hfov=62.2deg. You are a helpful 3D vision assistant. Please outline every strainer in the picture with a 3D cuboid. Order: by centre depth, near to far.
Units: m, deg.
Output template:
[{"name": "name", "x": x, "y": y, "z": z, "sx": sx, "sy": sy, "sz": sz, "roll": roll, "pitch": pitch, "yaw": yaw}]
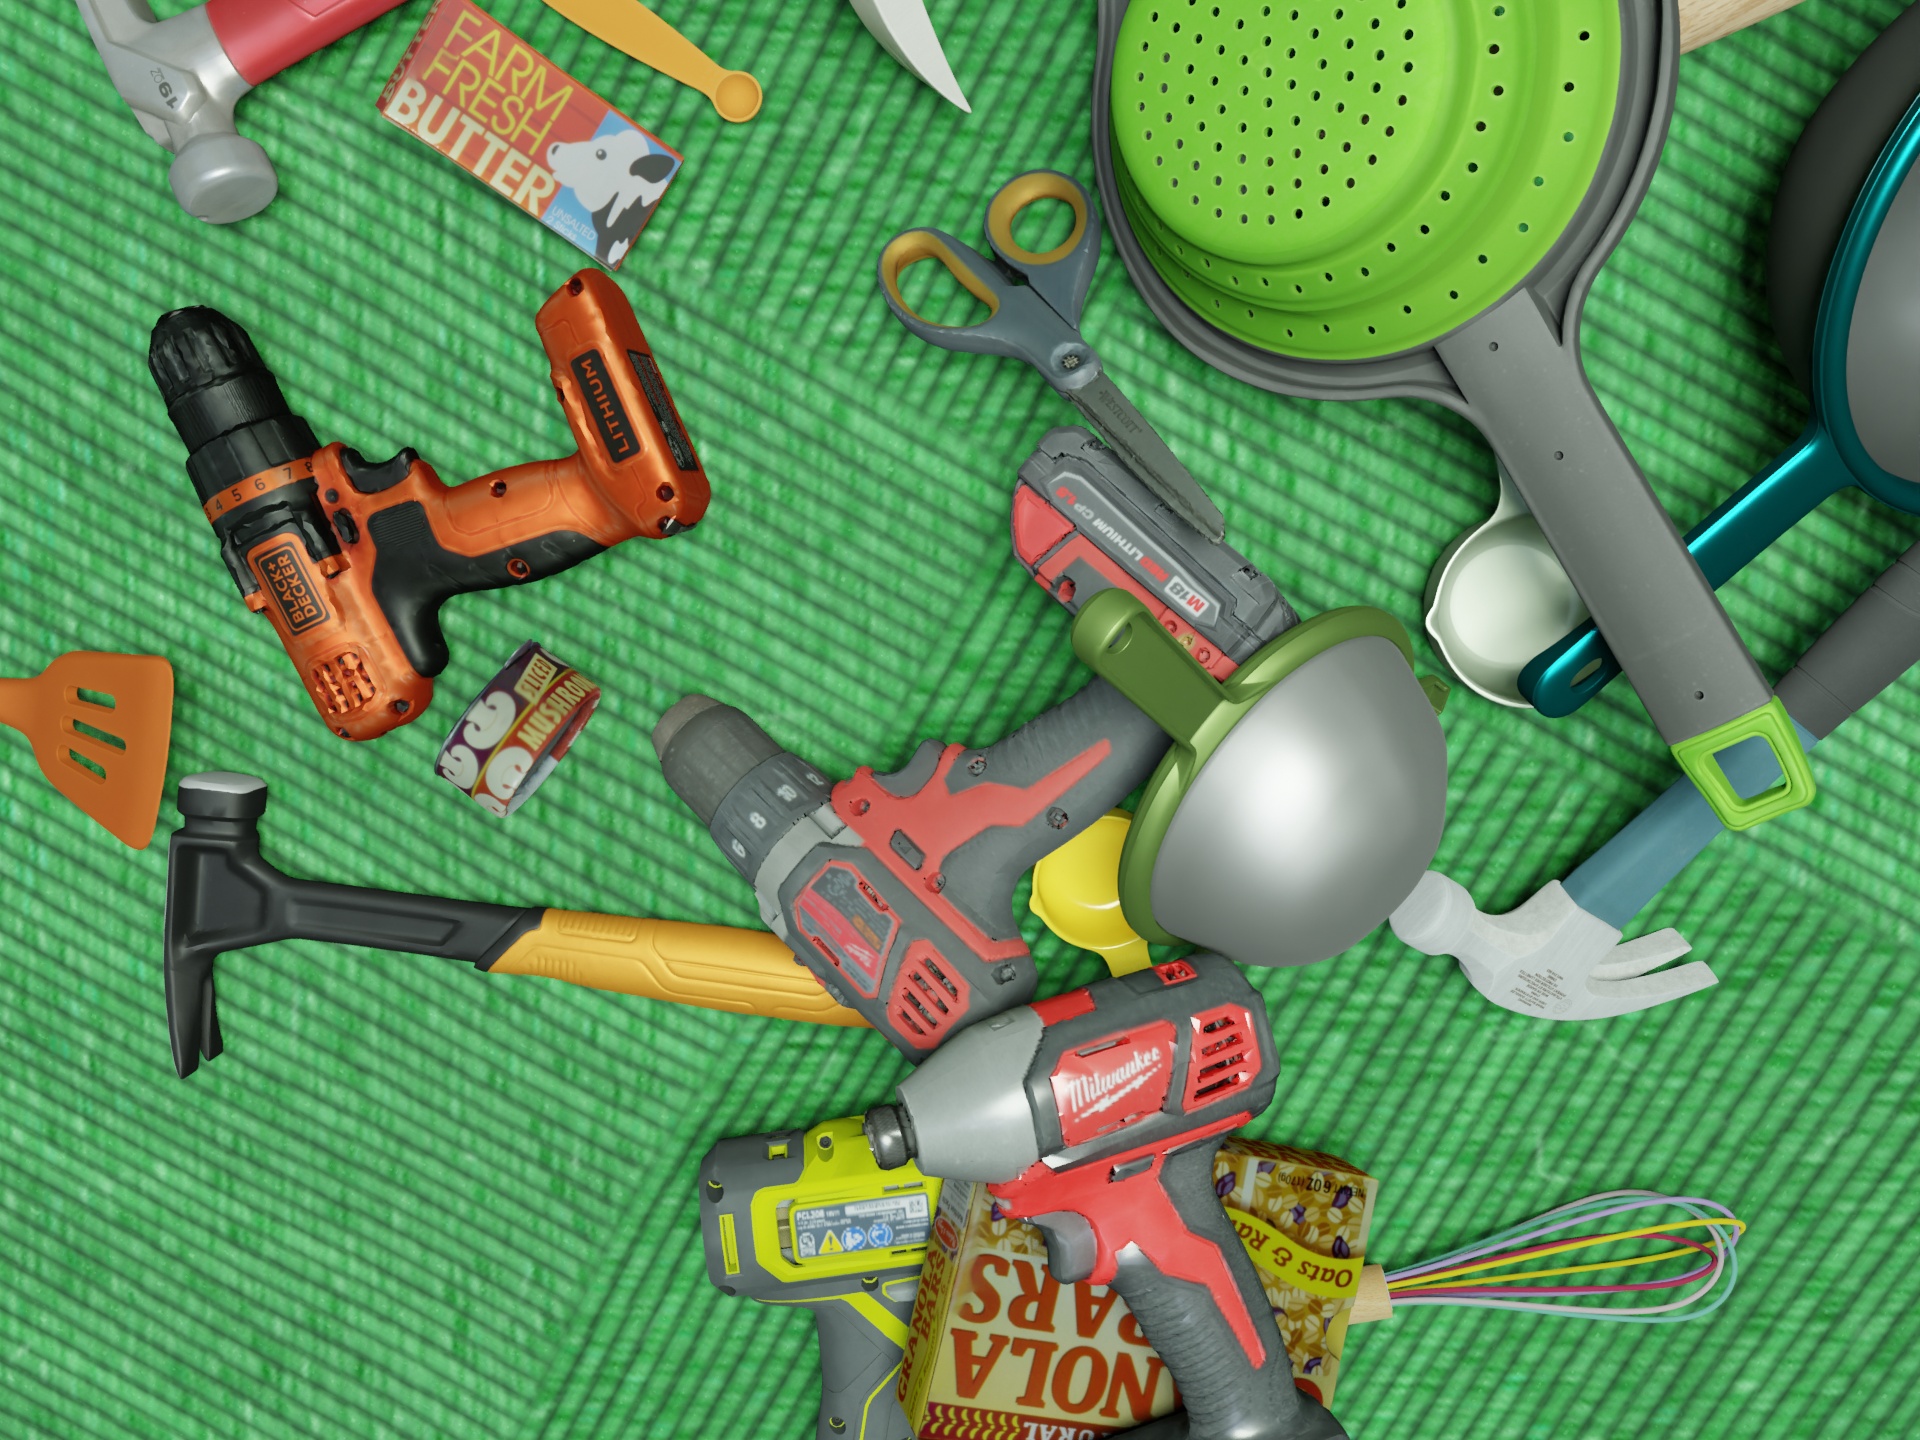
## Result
[{"name": "strainer", "x": 0.109, "y": 0.022, "z": 0.533, "sx": 0.069, "sy": 0.256, "sz": 0.151, "roll": 41, "pitch": 94, "yaw": 32}, {"name": "strainer", "x": 0.318, "y": -0.141, "z": 0.569, "sx": 0.340, "sy": 0.095, "sz": 0.210, "roll": -44, "pitch": 128, "yaw": 14}]

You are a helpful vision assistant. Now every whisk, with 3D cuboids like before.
[{"name": "whisk", "x": 0.199, "y": 0.235, "z": 0.661, "sx": 0.245, "sy": 0.047, "sz": 0.051, "roll": -13, "pitch": 85, "yaw": 9}]

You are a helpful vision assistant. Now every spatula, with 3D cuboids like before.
[{"name": "spatula", "x": -0.473, "y": -0.022, "z": 0.663, "sx": 0.322, "sy": 0.041, "sz": 0.081, "roll": 13, "pitch": 99, "yaw": 2}]

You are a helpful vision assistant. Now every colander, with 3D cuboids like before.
[{"name": "colander", "x": 0.155, "y": -0.133, "z": 0.509, "sx": 0.204, "sy": 0.094, "sz": 0.397, "roll": -32, "pitch": 86, "yaw": 34}]

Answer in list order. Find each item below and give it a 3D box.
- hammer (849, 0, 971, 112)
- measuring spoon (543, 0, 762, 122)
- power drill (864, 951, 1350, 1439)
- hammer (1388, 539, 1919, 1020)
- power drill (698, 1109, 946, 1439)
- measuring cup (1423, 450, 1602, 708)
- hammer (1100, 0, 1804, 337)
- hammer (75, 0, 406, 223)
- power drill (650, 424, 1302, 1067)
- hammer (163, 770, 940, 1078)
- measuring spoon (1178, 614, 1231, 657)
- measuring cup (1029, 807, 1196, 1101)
[{"name": "hammer", "x": 0.116, "y": -0.394, "z": 0.563, "sx": 0.410, "sy": 0.146, "sz": 0.038, "roll": -40, "pitch": 58, "yaw": -2}, {"name": "measuring spoon", "x": -0.128, "y": -0.271, "z": 0.629, "sx": 0.117, "sy": 0.011, "sz": 0.021, "roll": 33, "pitch": 93, "yaw": 2}, {"name": "power drill", "x": 0.055, "y": 0.202, "z": 0.551, "sx": 0.143, "sy": 0.078, "sz": 0.219, "roll": -14, "pitch": 92, "yaw": -14}, {"name": "hammer", "x": 0.312, "y": -0.011, "z": 0.576, "sx": 0.128, "sy": 0.033, "sz": 0.331, "roll": 30, "pitch": 112, "yaw": -26}, {"name": "power drill", "x": 0.000, "y": 0.270, "z": 0.656, "sx": 0.190, "sy": 0.080, "sz": 0.228, "roll": -6, "pitch": 94, "yaw": -5}, {"name": "measuring cup", "x": 0.213, "y": -0.089, "z": 0.619, "sx": 0.083, "sy": 0.038, "sz": 0.167, "roll": -8, "pitch": 95, "yaw": 4}, {"name": "hammer", "x": 0.207, "y": -0.223, "z": 0.531, "sx": 0.331, "sy": 0.031, "sz": 0.130, "roll": -15, "pitch": 96, "yaw": 34}, {"name": "hammer", "x": -0.156, "y": -0.342, "z": 0.604, "sx": 0.386, "sy": 0.038, "sz": 0.143, "roll": -26, "pitch": 88, "yaw": 5}, {"name": "power drill", "x": -0.001, "y": -0.002, "z": 0.611, "sx": 0.188, "sy": 0.080, "sz": 0.226, "roll": 43, "pitch": 98, "yaw": 19}, {"name": "hammer", "x": -0.164, "y": 0.102, "z": 0.665, "sx": 0.337, "sy": 0.034, "sz": 0.127, "roll": 6, "pitch": 97, "yaw": 2}, {"name": "measuring spoon", "x": 0.095, "y": 0.011, "z": 0.629, "sx": 0.034, "sy": 0.018, "sz": 0.124, "roll": 8, "pitch": 81, "yaw": -11}, {"name": "measuring cup", "x": 0.072, "y": 0.107, "z": 0.661, "sx": 0.062, "sy": 0.029, "sz": 0.156, "roll": -18, "pitch": 106, "yaw": 3}]
